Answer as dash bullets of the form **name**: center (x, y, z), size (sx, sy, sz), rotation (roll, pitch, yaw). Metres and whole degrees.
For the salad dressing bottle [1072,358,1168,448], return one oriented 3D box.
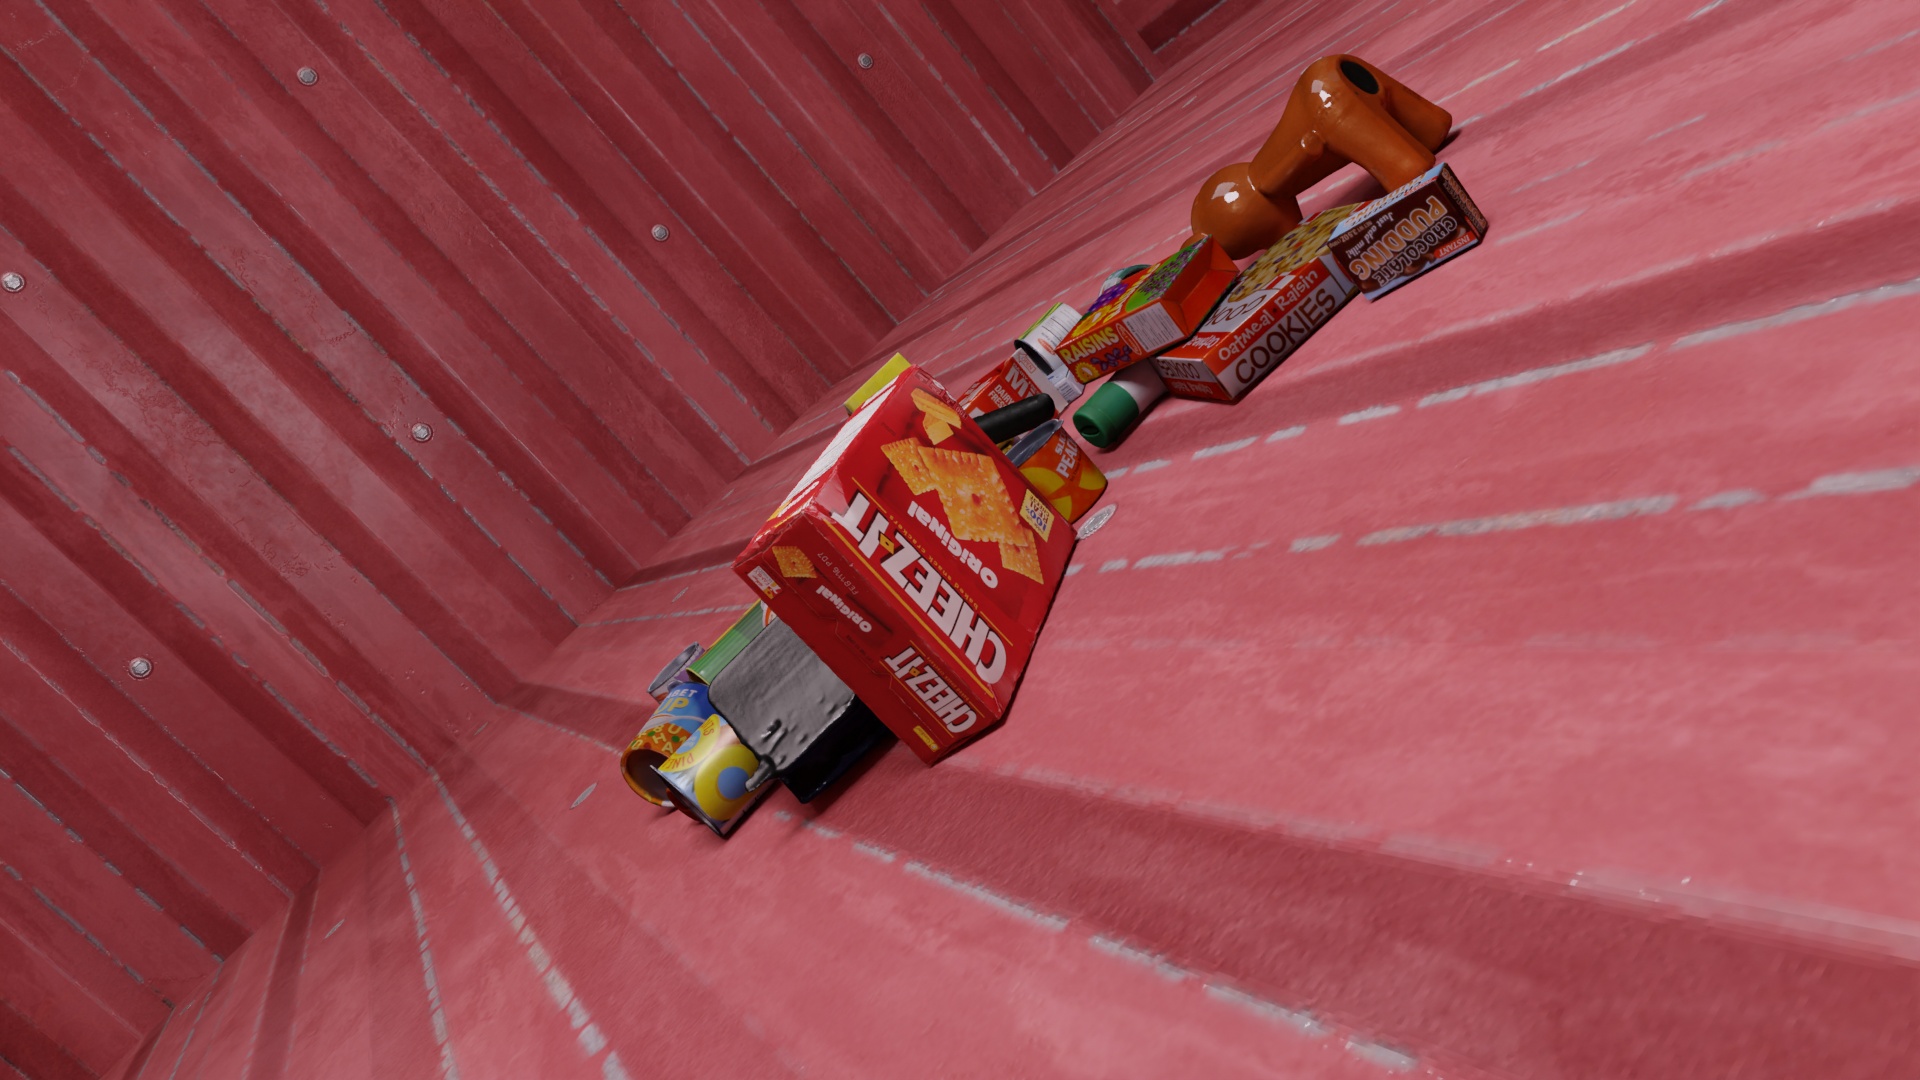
- **salad dressing bottle**: center (0.146, -0.132, 1.071), size (0.148, 0.044, 0.064), rotation (-46, 15, -18)

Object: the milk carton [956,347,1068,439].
- **milk carton**: center (0.010, -0.085, 1.249), size (0.191, 0.072, 0.073), rotation (-44, 12, -10)

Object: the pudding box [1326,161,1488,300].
- **pudding box**: center (0.279, -0.192, 0.869), size (0.083, 0.049, 0.030), rotation (-27, 18, 46)

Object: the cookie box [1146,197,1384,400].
- **cookie box**: center (0.221, -0.167, 0.981), size (0.167, 0.040, 0.123), rotation (-41, 13, -3)

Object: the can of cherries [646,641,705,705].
- **can of cherries**: center (-0.250, 0.138, 1.310), size (0.071, 0.058, 0.072), rotation (-40, 12, 11)

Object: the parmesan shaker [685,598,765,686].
- **parmesan shaker**: center (-0.178, 0.101, 1.212), size (0.103, 0.071, 0.071), rotation (-46, 13, -20)

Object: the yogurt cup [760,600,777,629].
- **yogurt cup**: center (-0.126, 0.068, 1.168), size (0.072, 0.072, 0.054), rotation (-46, 21, -20)

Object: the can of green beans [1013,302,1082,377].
- **can of green beans**: center (0.095, -0.190, 1.359), size (0.058, 0.071, 0.071), rotation (-43, 13, -8)

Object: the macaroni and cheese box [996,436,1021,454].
- **macaroni and cheese box**: center (0.004, -0.014, 1.105), size (0.123, 0.040, 0.167), rotation (-39, 13, 17)

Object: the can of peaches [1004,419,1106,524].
- **can of peaches**: center (0.064, -0.045, 0.994), size (0.071, 0.058, 0.071), rotation (-39, 13, 10)

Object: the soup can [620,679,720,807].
- **soup can**: center (-0.231, 0.165, 1.135), size (0.071, 0.071, 0.084), rotation (-33, 16, 34)

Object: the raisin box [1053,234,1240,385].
- **raisin box**: center (0.138, -0.170, 1.037), size (0.123, 0.040, 0.086), rotation (-19, 27, 53)

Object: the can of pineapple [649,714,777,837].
- **can of pineapple**: center (-0.171, 0.163, 0.971), size (0.058, 0.071, 0.071), rotation (-46, 13, -19)

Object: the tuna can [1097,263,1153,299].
- **tuna can**: center (0.163, -0.215, 1.254), size (0.071, 0.071, 0.033), rotation (-44, 14, -9)

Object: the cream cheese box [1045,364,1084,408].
- **cream cheese box**: center (0.071, -0.127, 1.315), size (0.103, 0.024, 0.053), rotation (-36, 14, 24)

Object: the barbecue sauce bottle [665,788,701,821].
- **barbecue sauce bottle**: center (-0.164, 0.147, 1.062), size (0.149, 0.043, 0.064), rotation (-50, 15, -31)

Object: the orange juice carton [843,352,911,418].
- **orange juice carton**: center (-0.055, -0.108, 1.369), size (0.073, 0.072, 0.192), rotation (-44, -10, -7)
